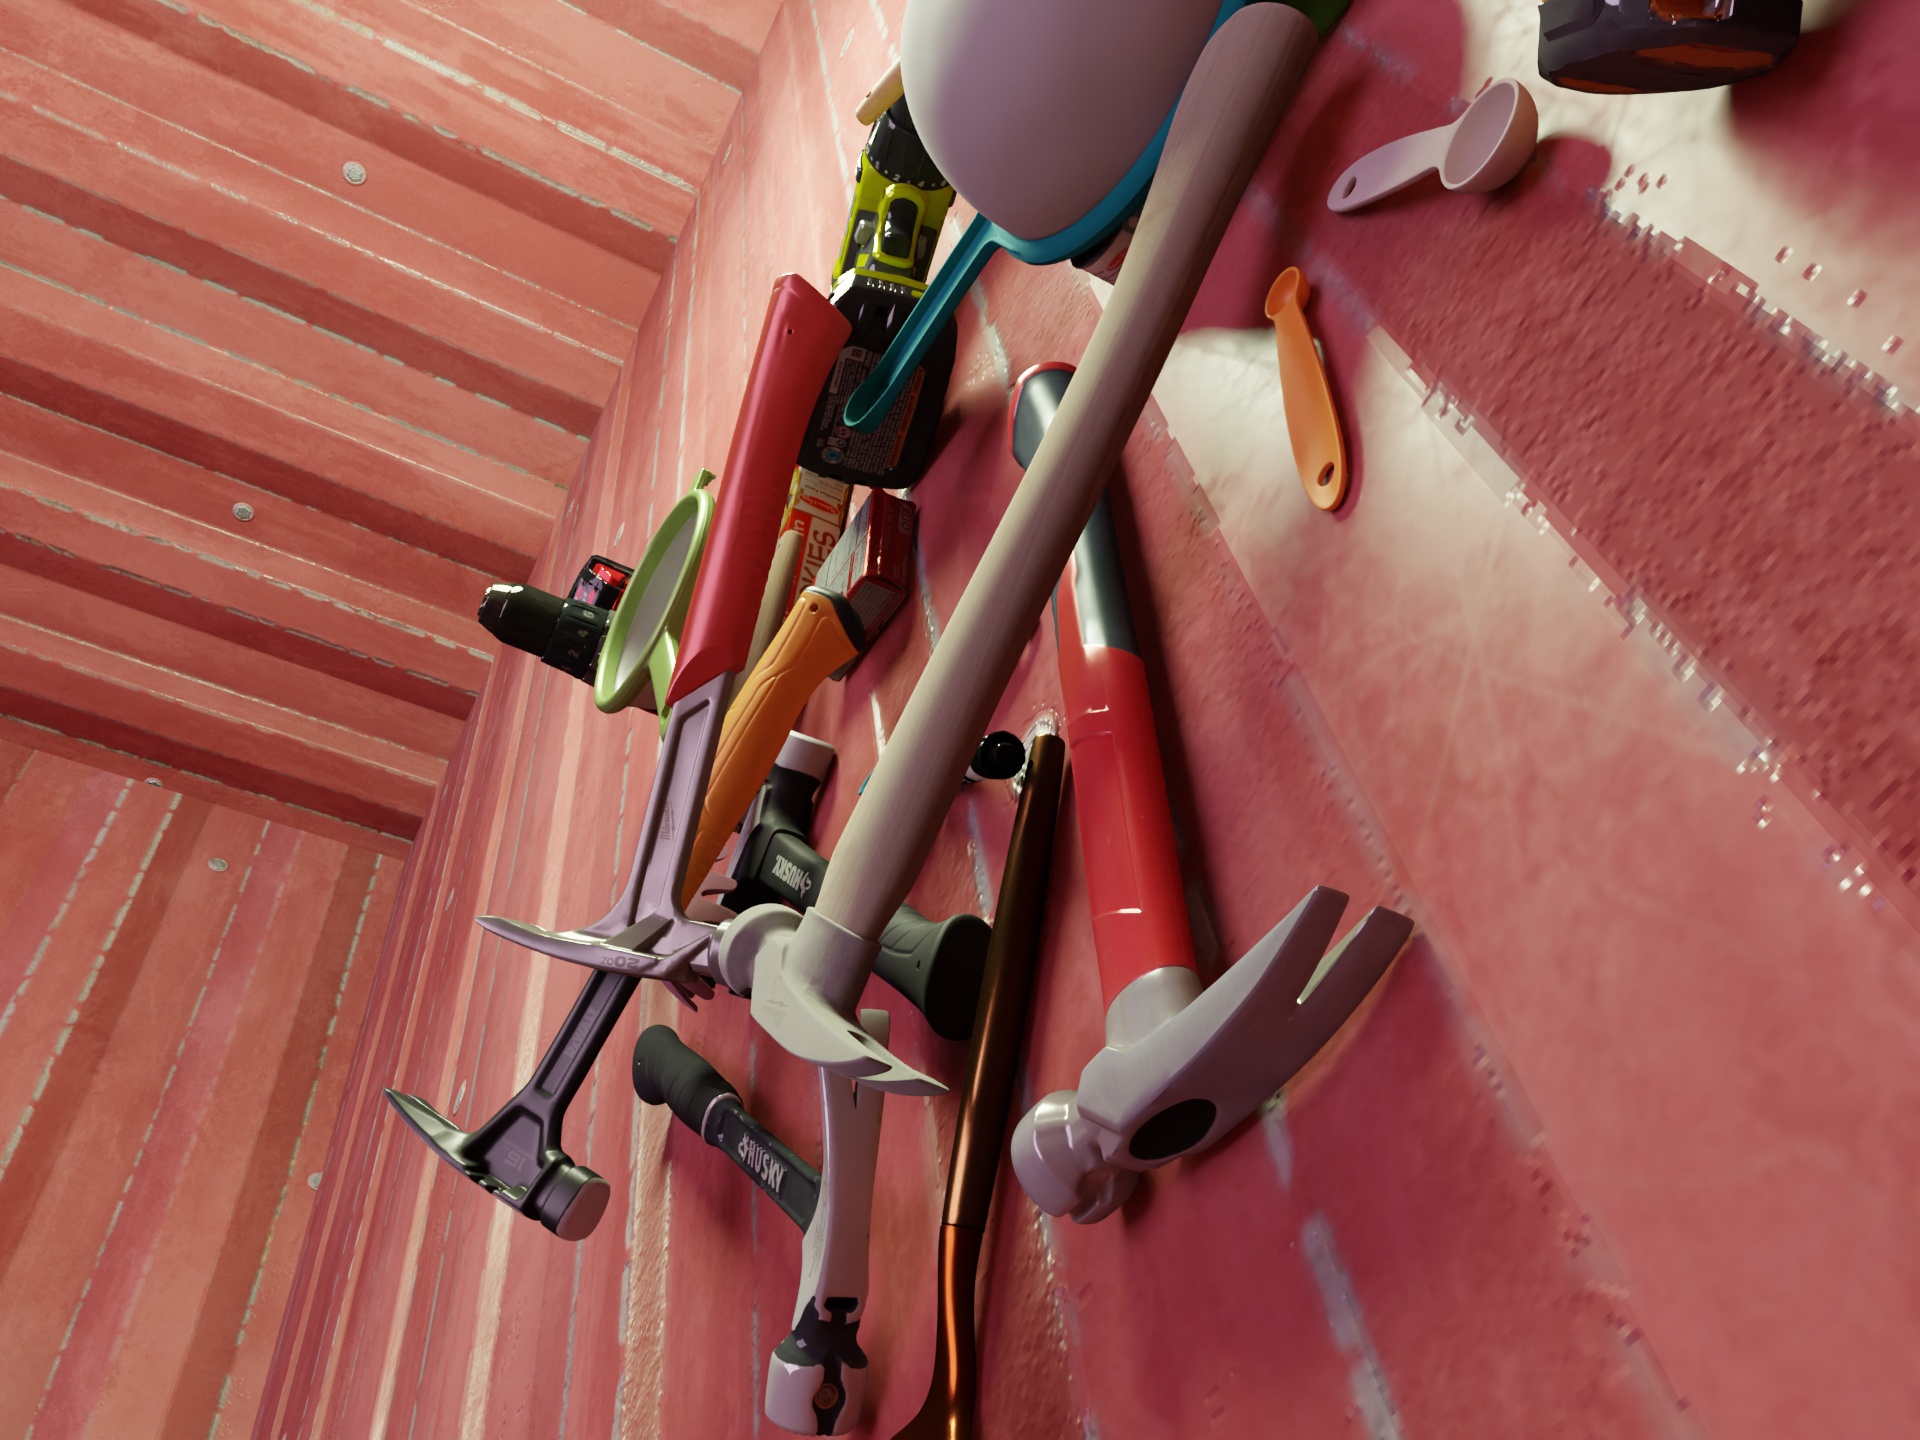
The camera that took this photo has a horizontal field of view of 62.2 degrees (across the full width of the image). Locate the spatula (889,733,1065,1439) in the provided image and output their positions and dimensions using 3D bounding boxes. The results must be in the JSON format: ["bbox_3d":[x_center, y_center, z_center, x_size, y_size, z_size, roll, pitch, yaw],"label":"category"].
[{"bbox_3d":[-0.003,0.147,0.545,0.081,0.041,0.323,-35,38,57],"label":"spatula"}]

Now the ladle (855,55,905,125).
[{"bbox_3d":[0.049,-0.418,0.817,0.315,0.031,0.069,-36,32,34],"label":"ladle"}]

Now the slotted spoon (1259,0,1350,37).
[{"bbox_3d":[0.101,-0.367,0.741,0.070,0.031,0.314,-56,30,21],"label":"slotted spoon"}]

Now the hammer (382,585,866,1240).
[{"bbox_3d":[-0.150,0.076,0.794,0.337,0.127,0.034,-61,-26,-13],"label":"hammer"}]

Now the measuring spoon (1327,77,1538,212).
[{"bbox_3d":[0.151,-0.178,0.516,0.124,0.018,0.034,-140,72,-75],"label":"measuring spoon"}]

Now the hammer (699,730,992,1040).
[{"bbox_3d":[-0.057,0.091,0.741,0.146,0.035,0.335,-69,21,-2],"label":"hammer"}]

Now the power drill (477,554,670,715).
[{"bbox_3d":[-0.258,-0.064,1.178,0.080,0.187,0.227,-66,17,6],"label":"power drill"}]

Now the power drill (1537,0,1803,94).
[{"bbox_3d":[0.197,-0.234,0.299,0.226,0.084,0.185,-149,59,-71],"label":"power drill"}]

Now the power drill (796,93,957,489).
[{"bbox_3d":[-0.040,-0.269,0.940,0.190,0.080,0.229,114,165,-51],"label":"power drill"}]

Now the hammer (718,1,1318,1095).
[{"bbox_3d":[0.034,-0.071,0.562,0.411,0.038,0.146,-65,26,-4],"label":"hammer"}]

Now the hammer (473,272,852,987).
[{"bbox_3d":[-0.125,-0.053,0.784,0.036,0.149,0.359,44,-125,-66],"label":"hammer"}]

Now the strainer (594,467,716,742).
[{"bbox_3d":[-0.154,-0.040,0.944,0.151,0.069,0.257,-58,25,16],"label":"strainer"}]

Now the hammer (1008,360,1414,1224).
[{"bbox_3d":[0.058,-0.029,0.565,0.143,0.038,0.387,-52,27,35],"label":"hammer"}]

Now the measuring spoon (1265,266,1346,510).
[{"bbox_3d":[0.119,-0.112,0.537,0.021,0.011,0.117,-49,32,43],"label":"measuring spoon"}]

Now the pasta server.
[{"bbox_3d":[-0.122,0.013,0.895,0.060,0.040,0.316,-43,28,47],"label":"pasta server"}]

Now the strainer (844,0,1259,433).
[{"bbox_3d":[0.003,-0.272,0.720,0.340,0.095,0.211,-51,35,35],"label":"strainer"}]

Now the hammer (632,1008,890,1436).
[{"bbox_3d":[-0.110,0.189,0.758,0.409,0.036,0.149,174,104,-69],"label":"hammer"}]

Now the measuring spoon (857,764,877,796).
[{"bbox_3d":[-0.001,-0.002,0.722,0.128,0.021,0.042,-45,8,30],"label":"measuring spoon"}]
